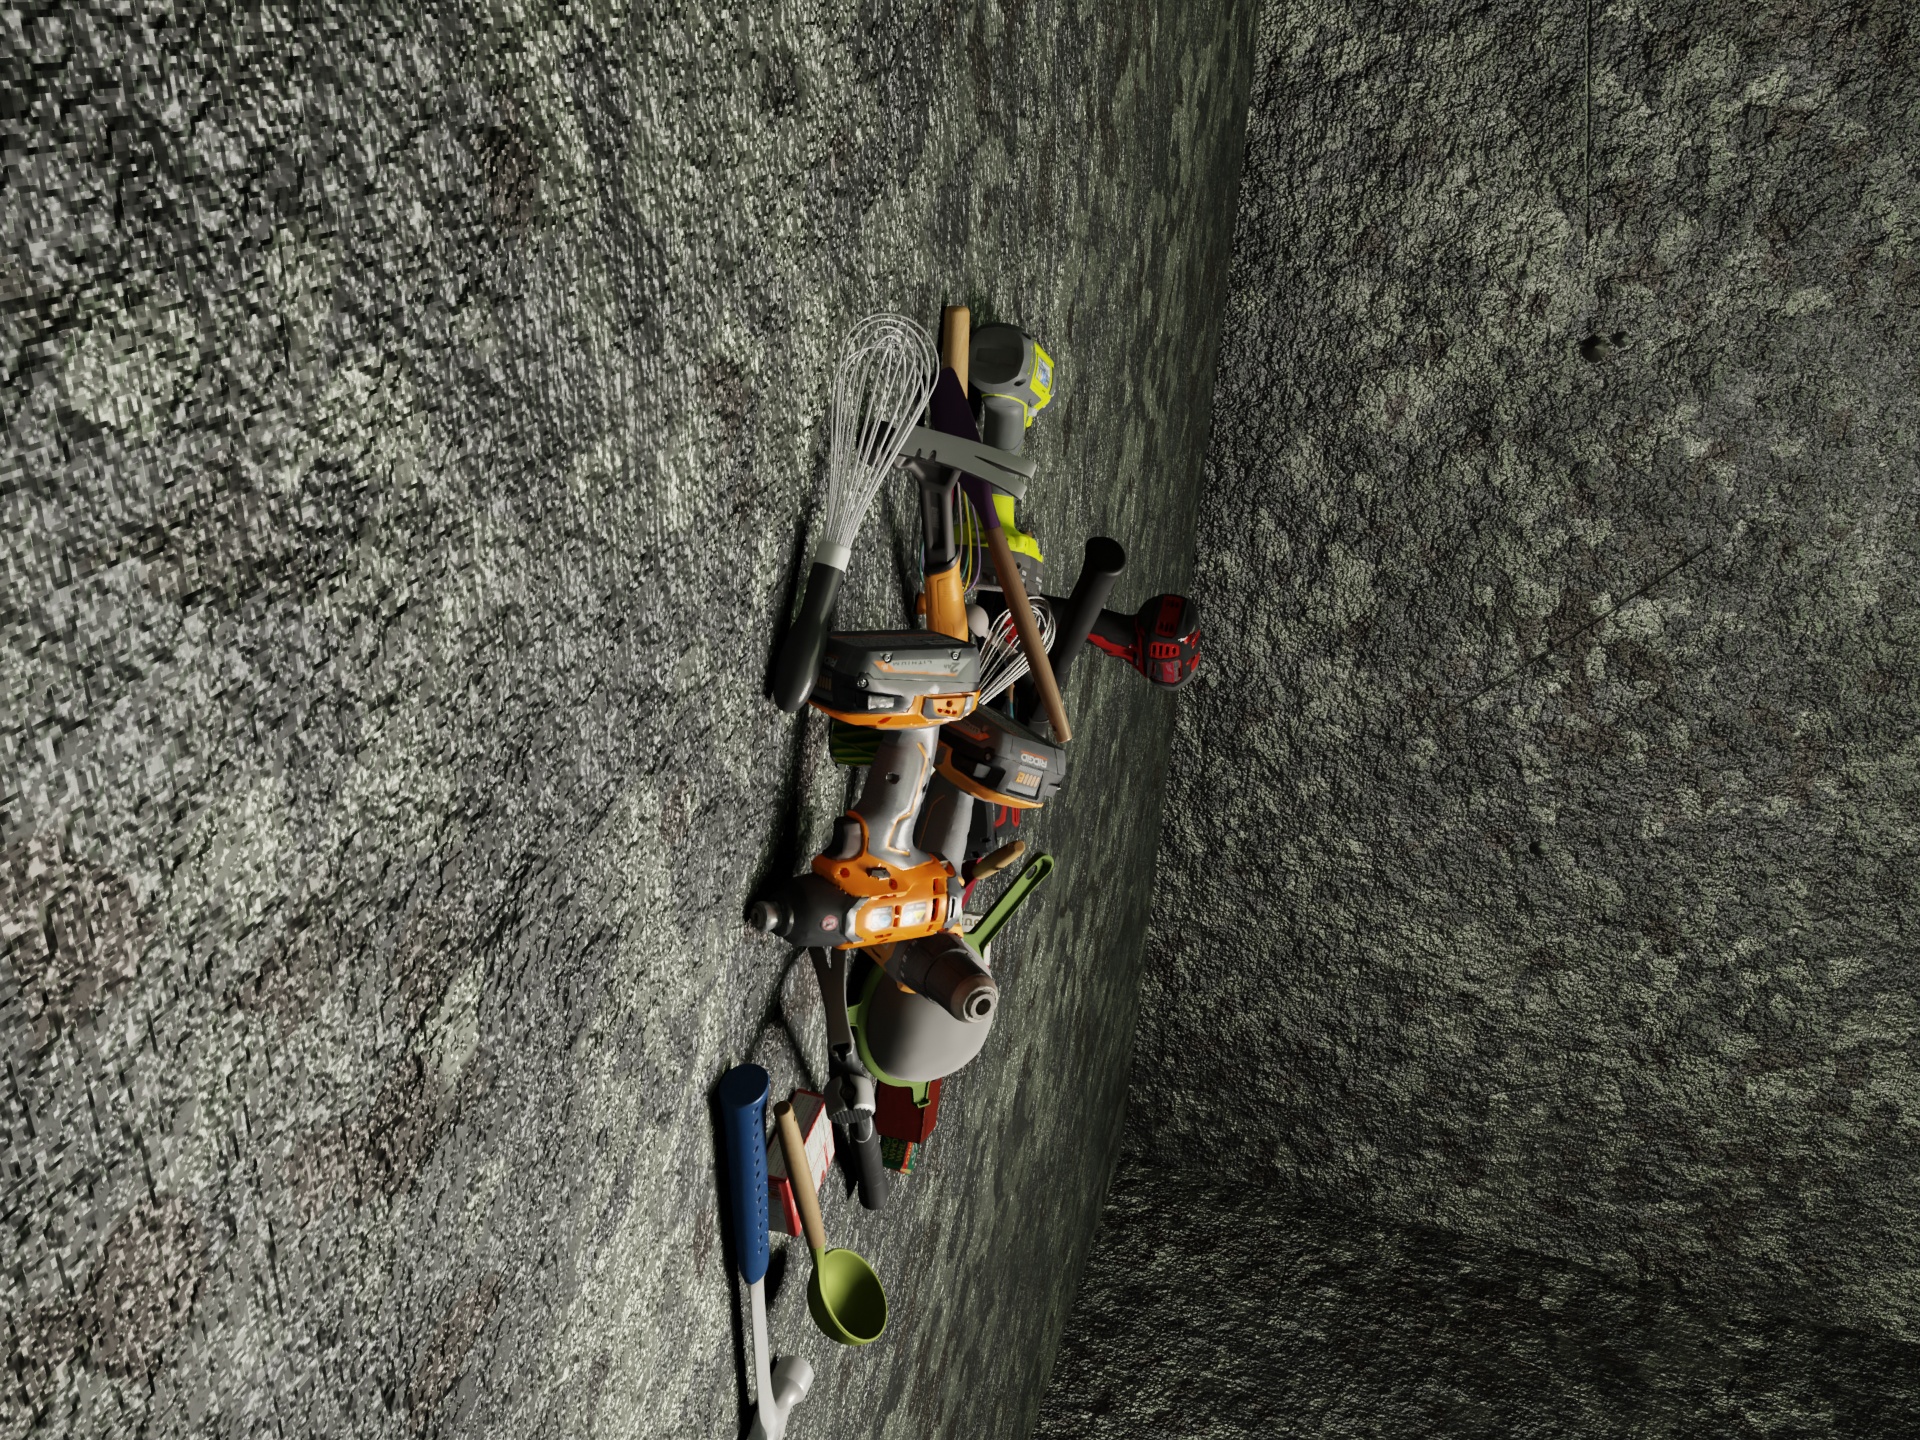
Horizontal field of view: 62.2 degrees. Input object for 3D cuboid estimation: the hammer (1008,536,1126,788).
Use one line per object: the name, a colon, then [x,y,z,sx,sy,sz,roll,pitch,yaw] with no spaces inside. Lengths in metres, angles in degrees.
hammer: [0.091,-0.057,1.388,0.334,0.035,0.146,110,-23,-64]

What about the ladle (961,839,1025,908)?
ladle: [0.023,0.145,1.535,0.069,0.031,0.315,-63,-177,-16]

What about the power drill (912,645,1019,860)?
power drill: [0.010,0.030,1.490,0.226,0.080,0.188,-29,117,-76]

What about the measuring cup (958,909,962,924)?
measuring cup: [-0.032,0.144,1.520,0.083,0.038,0.167,2,81,-74]

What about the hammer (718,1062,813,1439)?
hammer: [-0.156,0.428,1.202,0.144,0.035,0.405,-59,155,-55]

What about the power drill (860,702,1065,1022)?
power drill: [0.001,0.111,1.247,0.084,0.185,0.226,17,100,-35]

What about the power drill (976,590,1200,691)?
power drill: [0.134,-0.084,1.607,0.143,0.220,0.079,72,31,-62]

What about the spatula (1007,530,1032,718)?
spatula: [0.046,-0.046,1.705,0.082,0.044,0.317,7,89,-76]

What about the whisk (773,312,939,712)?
whisk: [-0.077,-0.141,1.080,0.070,0.070,0.284,35,71,-75]

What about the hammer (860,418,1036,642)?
hammer: [-0.006,-0.112,1.284,0.336,0.127,0.034,87,22,-60]

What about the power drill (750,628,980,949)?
power drill: [-0.069,0.054,1.129,0.164,0.084,0.226,-4,106,-38]

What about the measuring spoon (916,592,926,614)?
measuring spoon: [-0.019,-0.100,1.420,0.117,0.011,0.021,4,96,-76]

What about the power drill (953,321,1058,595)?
power drill: [0.044,-0.233,1.452,0.190,0.080,0.228,0,97,-76]

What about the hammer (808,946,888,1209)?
hammer: [-0.088,0.329,1.345,0.408,0.036,0.149,88,-8,-56]

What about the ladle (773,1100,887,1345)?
ladle: [-0.102,0.382,1.214,0.078,0.062,0.319,-100,-177,-46]

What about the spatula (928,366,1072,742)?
spatula: [0.033,-0.131,1.291,0.018,0.060,0.316,-23,96,-30]

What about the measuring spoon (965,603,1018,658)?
measuring spoon: [0.040,-0.081,1.549,0.124,0.018,0.034,36,27,-49]

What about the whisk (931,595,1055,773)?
whisk: [-0.002,-0.004,1.330,0.246,0.058,0.059,-52,137,-4]

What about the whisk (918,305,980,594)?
whisk: [-0.011,-0.221,1.329,0.047,0.051,0.245,-143,-128,-66]

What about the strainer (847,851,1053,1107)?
strainer: [0.017,0.222,1.414,0.256,0.069,0.151,-49,129,-19]
